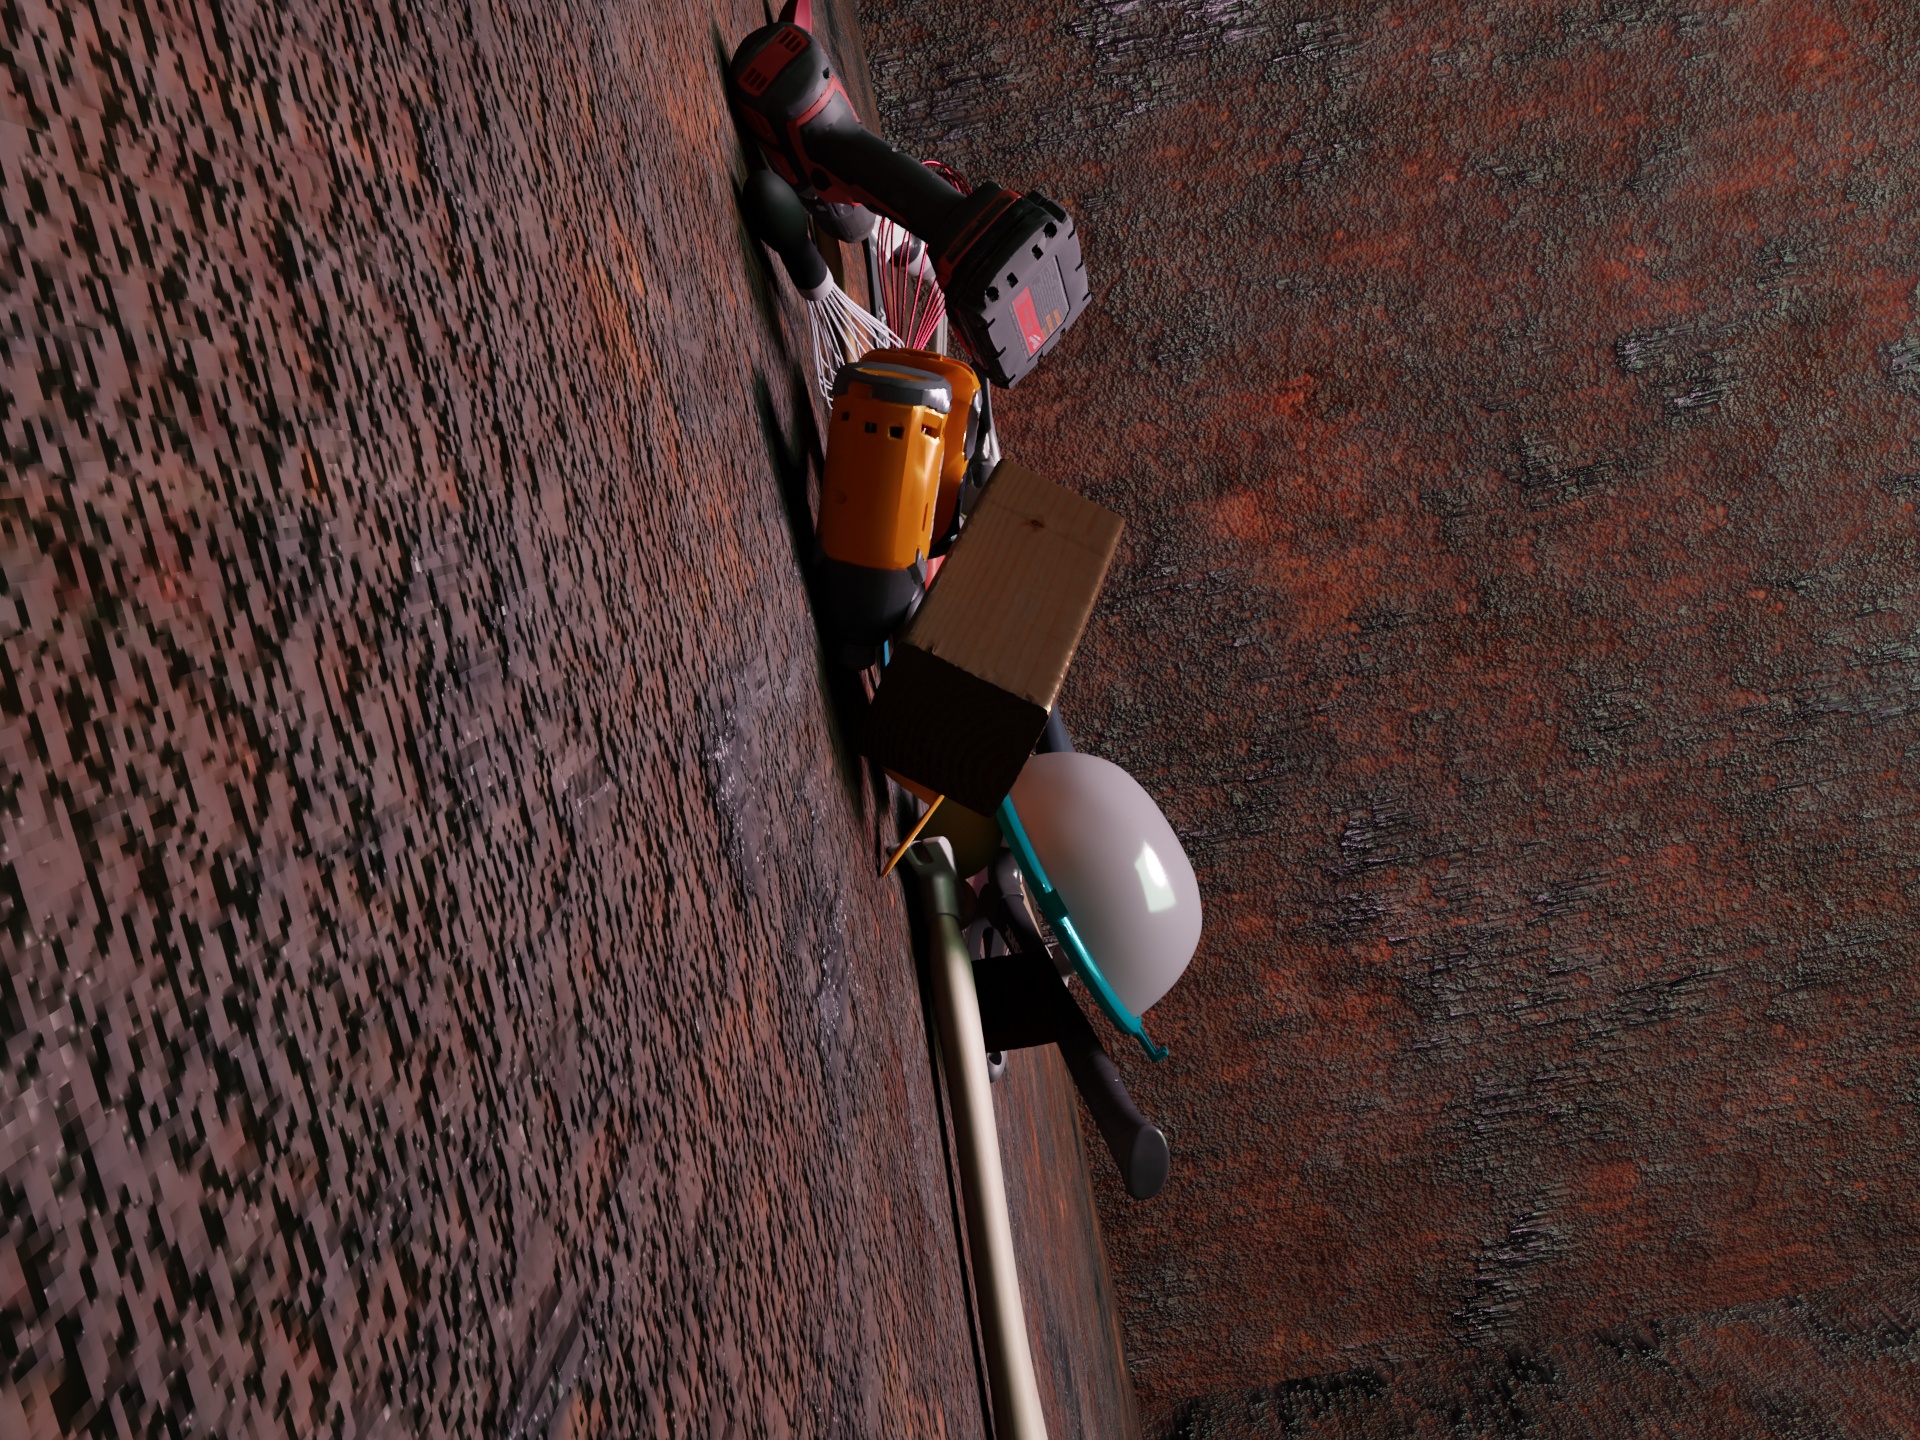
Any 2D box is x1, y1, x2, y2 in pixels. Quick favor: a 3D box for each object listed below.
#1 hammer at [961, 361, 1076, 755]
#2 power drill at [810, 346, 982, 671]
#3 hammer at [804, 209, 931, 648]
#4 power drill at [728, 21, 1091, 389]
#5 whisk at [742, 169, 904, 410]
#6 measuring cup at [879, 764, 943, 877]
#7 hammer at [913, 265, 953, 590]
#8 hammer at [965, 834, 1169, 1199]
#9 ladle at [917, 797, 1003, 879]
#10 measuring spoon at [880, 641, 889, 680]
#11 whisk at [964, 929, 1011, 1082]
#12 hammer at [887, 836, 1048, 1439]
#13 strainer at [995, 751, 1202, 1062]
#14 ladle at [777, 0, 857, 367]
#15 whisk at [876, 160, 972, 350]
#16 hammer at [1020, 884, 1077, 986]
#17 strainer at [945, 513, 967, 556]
[{"bbox_3d":[0.044,-0.095,1.235,0.385,0.038,0.143,72,10,-50],"label":"hammer"},{"bbox_3d":[-0.041,-0.131,0.921,0.227,0.084,0.164,-79,178,-72],"label":"power drill"},{"bbox_3d":[-0.051,-0.201,1.199,0.149,0.036,0.409,11,71,-60],"label":"hammer"},{"bbox_3d":[-0.031,-0.301,0.958,0.227,0.080,0.187,42,-2,16],"label":"power drill"},{"bbox_3d":[-0.083,-0.258,0.981,0.284,0.070,0.070,52,27,-73],"label":"whisk"},{"bbox_3d":[-0.029,0.027,0.955,0.095,0.052,0.174,-54,-179,41],"label":"measuring cup"},{"bbox_3d":[-0.021,-0.225,1.377,0.149,0.037,0.359,43,46,-68],"label":"hammer"},{"bbox_3d":[0.070,0.211,1.136,0.335,0.035,0.146,-120,-143,-55],"label":"hammer"},{"bbox_3d":[-0.011,0.026,1.213,0.320,0.062,0.078,-101,-153,-66],"label":"ladle"},{"bbox_3d":[-0.059,-0.050,1.035,0.042,0.021,0.128,-87,176,-48],"label":"measuring spoon"},{"bbox_3d":[0.025,0.215,1.312,0.239,0.055,0.055,-85,164,-62],"label":"whisk"},{"bbox_3d":[0.011,0.272,0.941,0.146,0.038,0.411,67,13,-67],"label":"hammer"},{"bbox_3d":[0.091,0.062,1.138,0.210,0.095,0.341,56,10,-39],"label":"strainer"},{"bbox_3d":[-0.108,-0.407,1.237,0.069,0.031,0.315,-20,101,-84],"label":"ladle"},{"bbox_3d":[-0.040,-0.269,1.150,0.073,0.073,0.296,65,34,-76],"label":"whisk"},{"bbox_3d":[0.034,0.121,1.484,0.130,0.031,0.332,-56,-140,40],"label":"hammer"},{"bbox_3d":[-0.036,-0.179,1.486,0.256,0.069,0.152,33,28,-60],"label":"strainer"}]
